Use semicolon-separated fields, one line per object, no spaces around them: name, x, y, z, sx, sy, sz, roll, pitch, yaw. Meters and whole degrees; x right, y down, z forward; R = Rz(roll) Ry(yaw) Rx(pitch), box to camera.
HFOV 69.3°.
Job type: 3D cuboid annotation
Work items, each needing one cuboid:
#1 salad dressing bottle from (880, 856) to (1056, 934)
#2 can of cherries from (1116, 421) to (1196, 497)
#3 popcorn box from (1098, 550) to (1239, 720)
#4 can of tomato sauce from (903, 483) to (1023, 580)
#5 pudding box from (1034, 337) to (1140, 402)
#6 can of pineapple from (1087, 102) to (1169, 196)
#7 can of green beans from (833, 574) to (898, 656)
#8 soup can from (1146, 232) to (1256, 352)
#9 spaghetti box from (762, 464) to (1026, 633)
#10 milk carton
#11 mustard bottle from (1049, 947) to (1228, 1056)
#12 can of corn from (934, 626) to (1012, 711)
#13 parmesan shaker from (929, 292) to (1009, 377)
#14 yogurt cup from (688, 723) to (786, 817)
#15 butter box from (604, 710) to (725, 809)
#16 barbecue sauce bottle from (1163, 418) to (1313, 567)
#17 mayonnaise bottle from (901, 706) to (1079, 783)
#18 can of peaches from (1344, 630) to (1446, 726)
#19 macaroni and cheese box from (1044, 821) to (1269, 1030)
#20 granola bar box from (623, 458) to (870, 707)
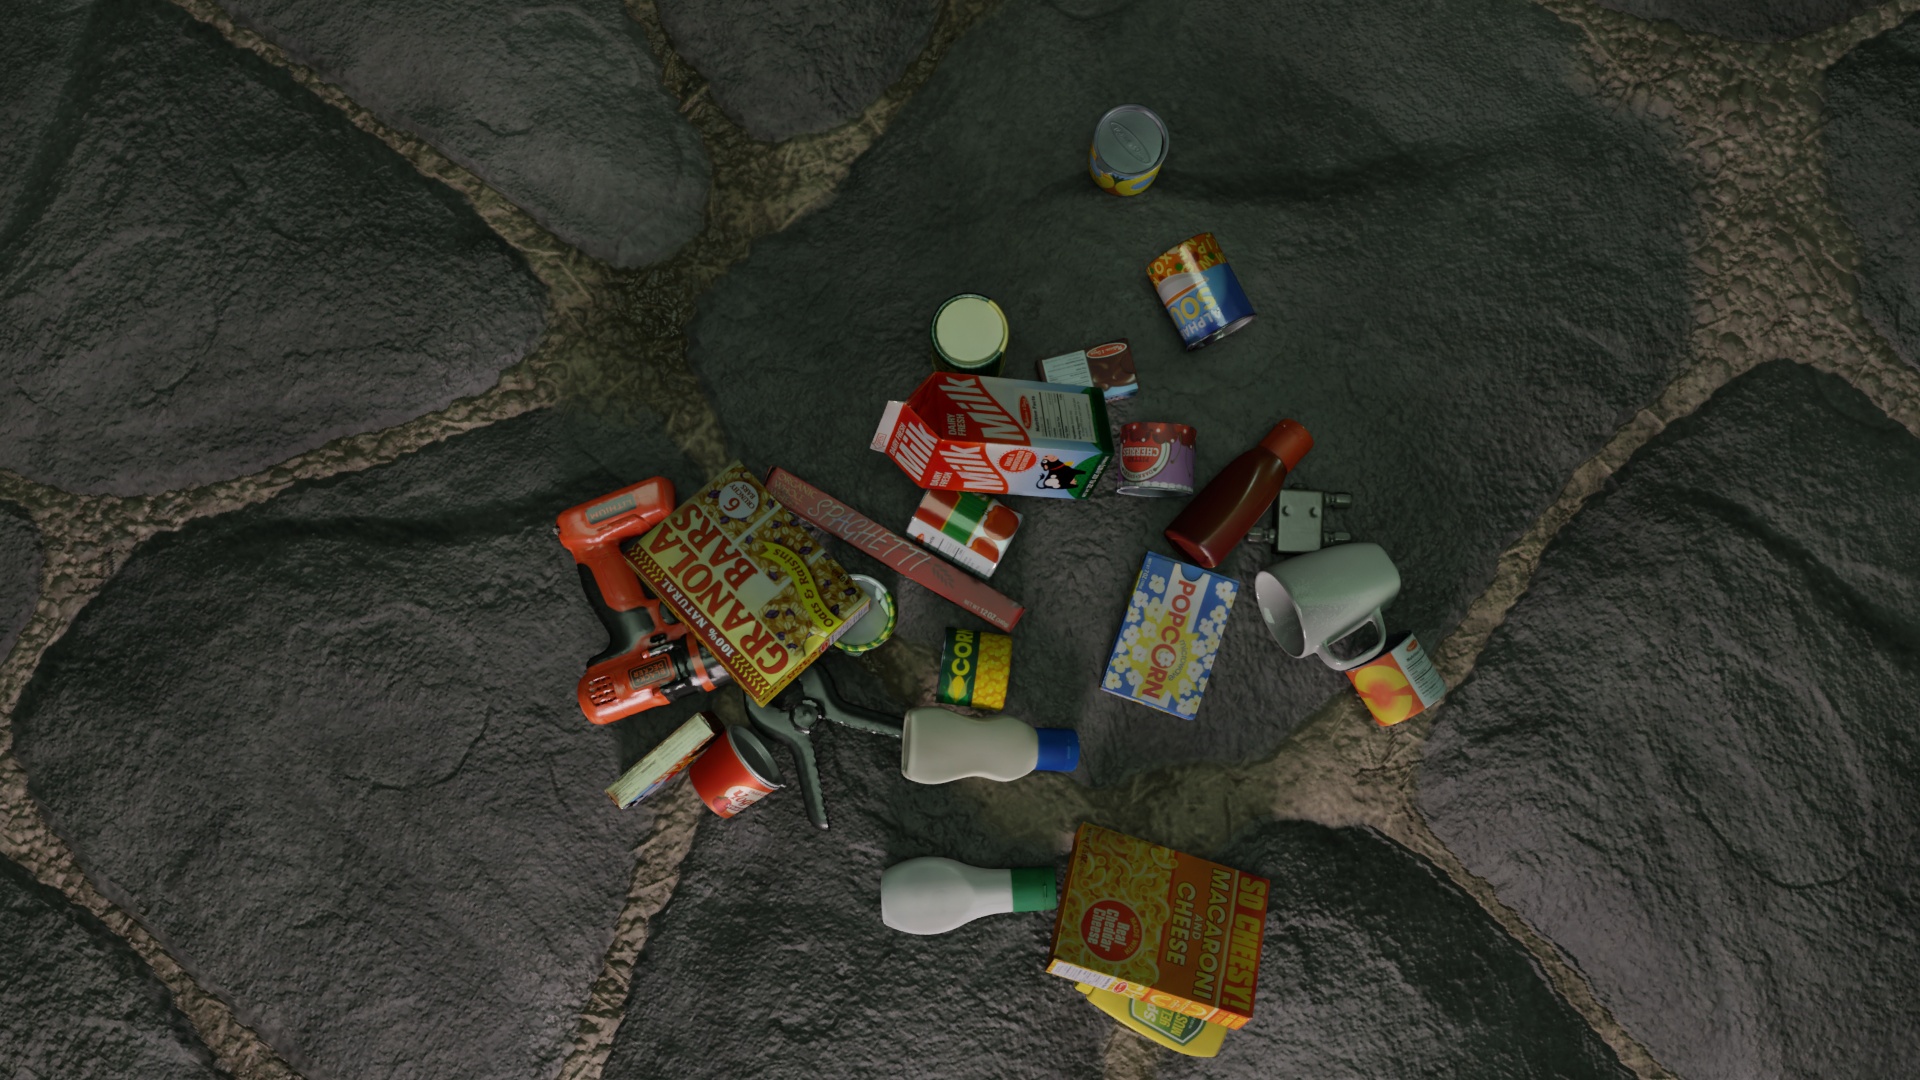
salad dressing bottle;0.007;0.300;1.183;0.148;0.044;0.064;-3;84;-1
can of cherries;0.168;-0.069;1.198;0.071;0.071;0.058;4;86;0
popcorn box;0.180;0.082;1.203;0.085;0.038;0.126;19;86;2
can of tomato sauce;0.004;-0.015;1.196;0.083;0.071;0.071;29;86;1
pudding box;0.111;-0.144;1.224;0.084;0.030;0.049;-14;85;-1
can of pineapple;0.145;-0.343;1.226;0.071;0.058;0.071;0;86;0
can of green beans;-0.088;0.062;1.193;0.071;0.058;0.071;0;86;0
soup can;0.207;-0.215;1.211;0.071;0.071;0.084;-27;86;-2
spaghetti box;-0.059;0.008;1.202;0.250;0.050;0.029;29;85;2
milk carton;0.025;-0.088;1.164;0.191;0.072;0.074;4;57;-16
mustard bottle;0.148;0.380;1.174;0.160;0.048;0.065;22;82;1
can of corn;0.012;0.108;1.184;0.058;0.071;0.071;8;86;0
parmesan shaker;0.006;-0.171;1.189;0.071;0.103;0.071;0;85;0
yogurt cup;-0.193;0.198;1.180;0.054;0.072;0.072;-39;87;5
butter box;-0.250;0.187;1.186;0.103;0.053;0.024;-40;84;-4
barbecue sauce bottle;0.245;-0.043;1.203;0.149;0.065;0.043;-46;117;-11
mayonnaise bottle;0.026;0.175;1.179;0.148;0.041;0.065;5;85;-14
can of peaches;0.370;0.119;1.189;0.071;0.071;0.058;-32;87;-2
macaroni and cheese box;0.166;0.320;1.158;0.166;0.040;0.124;17;56;1
granola bar box;-0.174;0.034;1.138;0.124;0.039;0.165;-42;81;-15
